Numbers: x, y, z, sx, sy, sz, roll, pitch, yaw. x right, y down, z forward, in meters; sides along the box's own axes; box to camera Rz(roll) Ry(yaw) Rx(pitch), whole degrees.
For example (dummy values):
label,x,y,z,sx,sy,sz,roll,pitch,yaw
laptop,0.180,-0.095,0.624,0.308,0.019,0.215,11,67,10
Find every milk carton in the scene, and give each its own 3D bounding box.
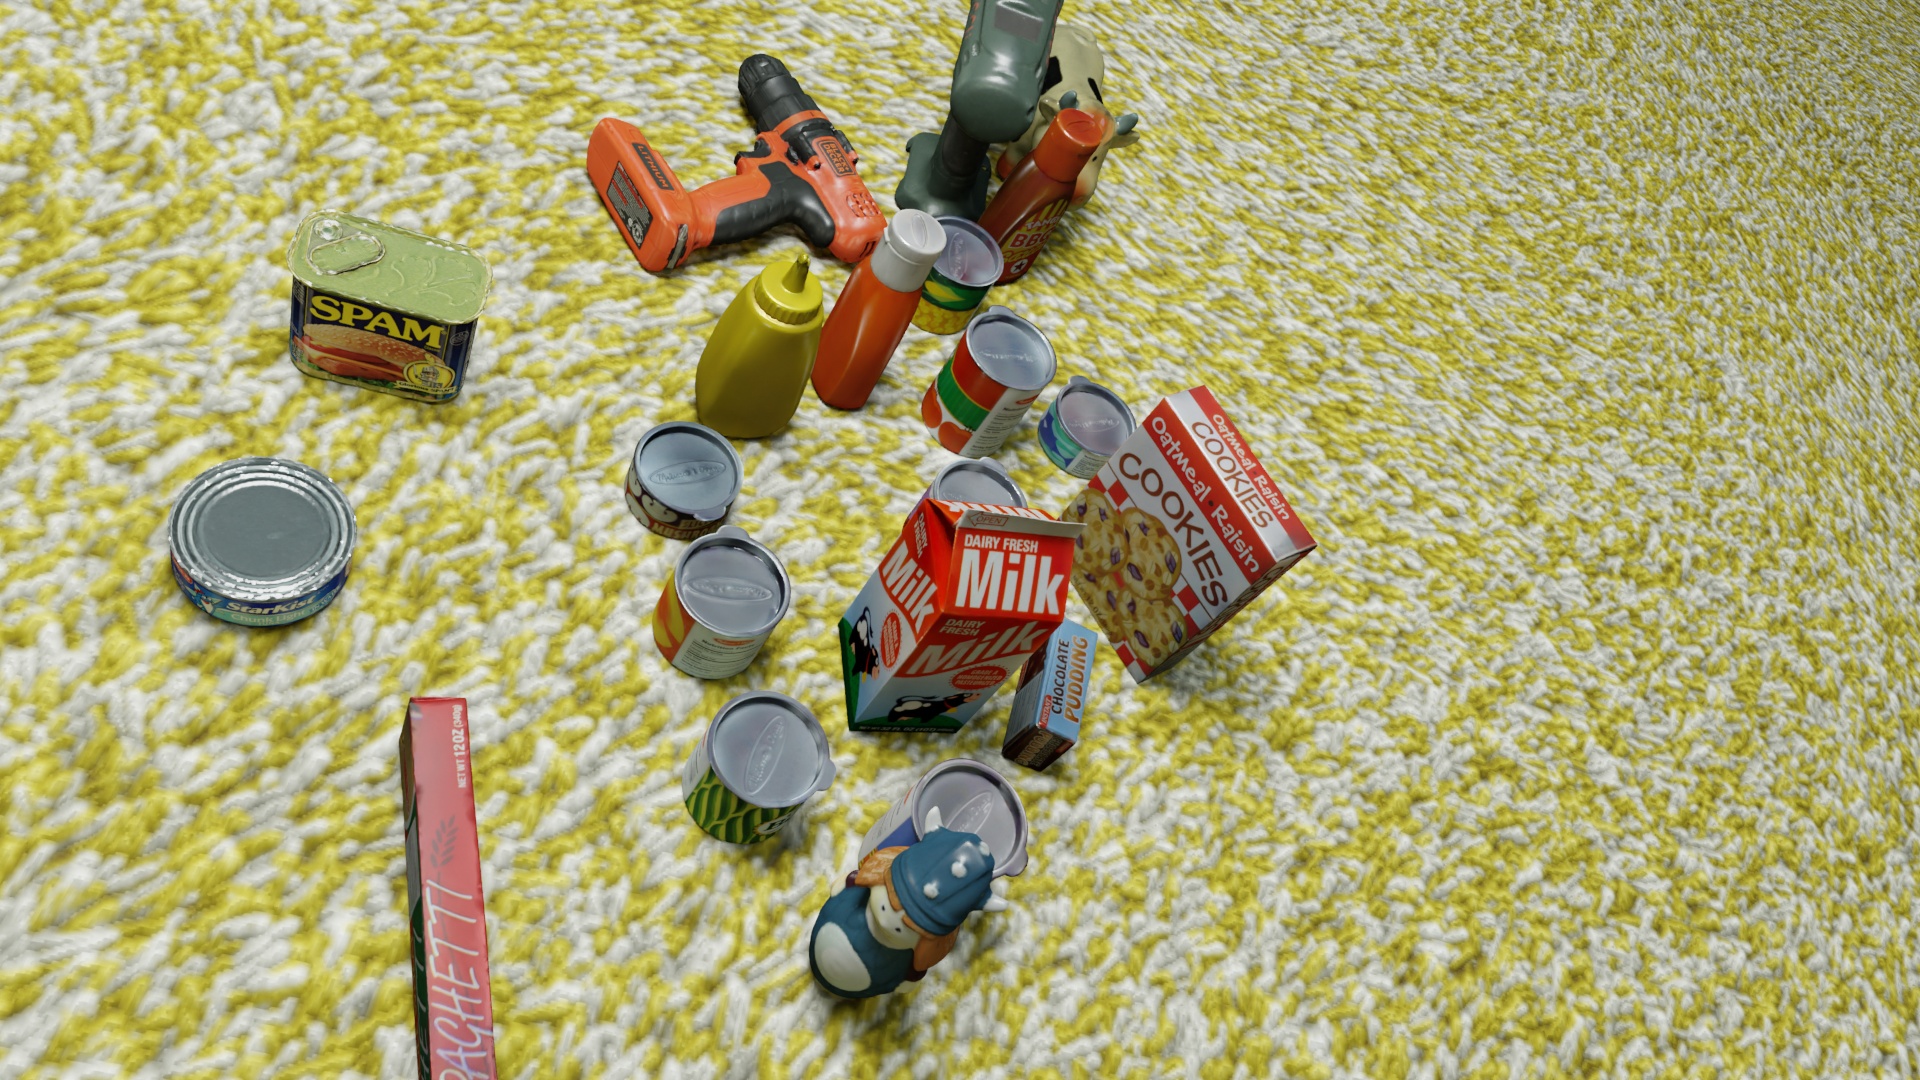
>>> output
label,x,y,z,sx,sy,sz,roll,pitch,yaw
milk carton,-0.003,0.036,0.772,0.072,0.189,0.074,6,57,-24

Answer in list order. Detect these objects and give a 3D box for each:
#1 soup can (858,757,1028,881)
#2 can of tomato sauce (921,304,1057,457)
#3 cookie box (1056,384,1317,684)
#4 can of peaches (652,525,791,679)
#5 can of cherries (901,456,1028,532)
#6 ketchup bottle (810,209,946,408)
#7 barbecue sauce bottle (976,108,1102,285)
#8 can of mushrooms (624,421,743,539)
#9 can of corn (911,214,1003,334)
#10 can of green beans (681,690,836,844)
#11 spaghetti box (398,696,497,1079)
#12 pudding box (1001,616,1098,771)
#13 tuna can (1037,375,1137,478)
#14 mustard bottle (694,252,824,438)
label,x,y,z,sx,sy,sz,roll,pitch,yaw
soup can,-0.009,0.167,0.751,0.071,0.083,0.072,14,54,-19
can of tomato sauce,0.017,-0.107,0.950,0.071,0.082,0.071,14,54,-19
cookie box,0.134,-0.001,0.884,0.040,0.166,0.123,-19,70,-36
can of peaches,-0.136,0.036,0.789,0.071,0.057,0.071,14,54,-19
can of cherries,0.003,-0.011,0.894,0.071,0.058,0.072,14,54,-19
ketchup bottle,-0.055,-0.151,0.899,0.043,0.148,0.065,6,57,-24
barbecue sauce bottle,0.054,-0.252,1.023,0.065,0.147,0.044,-22,71,-36
can of mushrooms,-0.166,-0.034,0.837,0.071,0.033,0.071,14,54,-19
can of corn,-0.013,-0.193,1.008,0.071,0.058,0.071,14,54,-19
can of green beans,-0.111,0.122,0.745,0.071,0.057,0.071,14,54,-19
spaghetti box,-0.235,0.195,0.636,0.029,0.050,0.251,0,59,-28
pudding box,0.055,0.094,0.856,0.030,0.049,0.084,25,51,-11
tuna can,0.090,-0.082,1.004,0.071,0.032,0.071,14,54,-19
mustard bottle,-0.115,-0.123,0.841,0.065,0.159,0.049,4,58,-26
